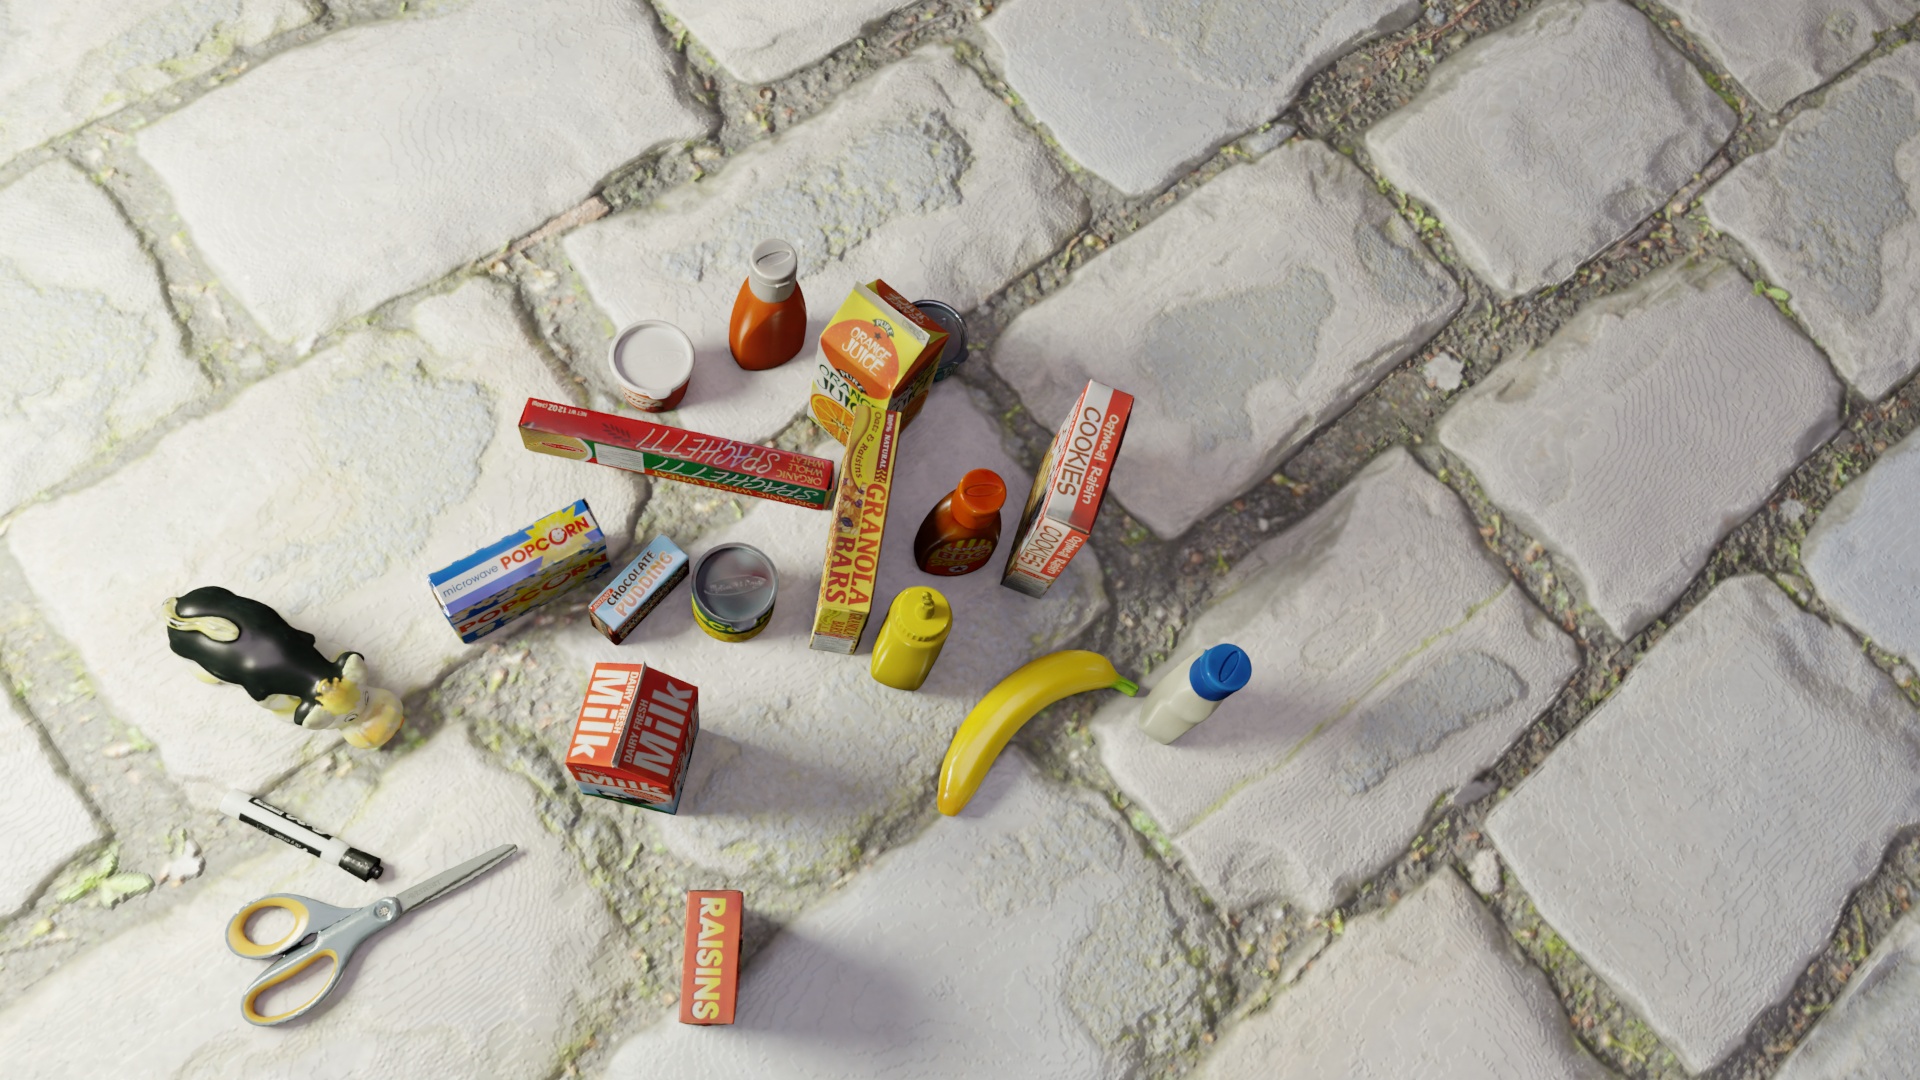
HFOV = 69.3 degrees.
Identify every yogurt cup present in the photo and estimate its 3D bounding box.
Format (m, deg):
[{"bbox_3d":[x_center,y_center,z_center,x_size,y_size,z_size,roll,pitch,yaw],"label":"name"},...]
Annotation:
[{"bbox_3d":[-0.252,-0.140,1.138,0.072,0.053,0.072,3,70,-9],"label":"yogurt cup"}]

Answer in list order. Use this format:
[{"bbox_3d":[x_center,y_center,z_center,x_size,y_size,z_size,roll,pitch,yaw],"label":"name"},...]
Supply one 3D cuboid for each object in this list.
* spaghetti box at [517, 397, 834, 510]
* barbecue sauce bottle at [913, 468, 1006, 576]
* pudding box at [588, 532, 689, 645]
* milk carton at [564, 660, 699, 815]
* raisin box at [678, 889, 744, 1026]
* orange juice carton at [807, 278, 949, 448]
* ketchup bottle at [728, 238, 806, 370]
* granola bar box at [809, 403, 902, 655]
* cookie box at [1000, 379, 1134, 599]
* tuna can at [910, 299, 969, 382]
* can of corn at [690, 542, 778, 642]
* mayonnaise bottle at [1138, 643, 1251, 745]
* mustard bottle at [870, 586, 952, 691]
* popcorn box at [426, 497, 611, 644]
[{"bbox_3d":[-0.225,-0.068,1.119,0.250,0.050,0.029,12,69,-6],"label":"spaghetti box"},{"bbox_3d":[0.004,-0.014,1.090,0.065,0.148,0.044,-4,72,-12],"label":"barbecue sauce bottle"},{"bbox_3d":[-0.249,0.038,1.077,0.030,0.049,0.084,40,68,5],"label":"pudding box"},{"bbox_3d":[-0.226,0.138,0.969,0.073,0.189,0.072,14,69,-5],"label":"milk carton"},{"bbox_3d":[-0.173,0.290,0.960,0.040,0.123,0.086,4,70,-9],"label":"raisin box"},{"bbox_3d":[-0.066,-0.138,1.098,0.072,0.192,0.073,40,69,5],"label":"orange juice carton"},{"bbox_3d":[-0.154,-0.190,1.124,0.065,0.148,0.043,-23,77,-17],"label":"ketchup bottle"},{"bbox_3d":[-0.082,-0.006,1.084,0.039,0.123,0.166,10,69,-7],"label":"granola bar box"},{"bbox_3d":[0.083,-0.036,1.103,0.040,0.166,0.123,21,68,-3],"label":"cookie box"},{"bbox_3d":[-0.026,-0.171,1.203,0.071,0.032,0.071,3,70,-9],"label":"tuna can"},{"bbox_3d":[-0.176,0.044,1.083,0.071,0.058,0.071,3,70,-9],"label":"can of corn"},{"bbox_3d":[0.183,0.116,1.077,0.041,0.147,0.065,34,68,2],"label":"mayonnaise bottle"},{"bbox_3d":[-0.035,0.069,1.047,0.049,0.159,0.065,17,69,-4],"label":"mustard bottle"},{"bbox_3d":[-0.330,0.024,1.047,0.127,0.085,0.038,-29,78,-19],"label":"popcorn box"}]
